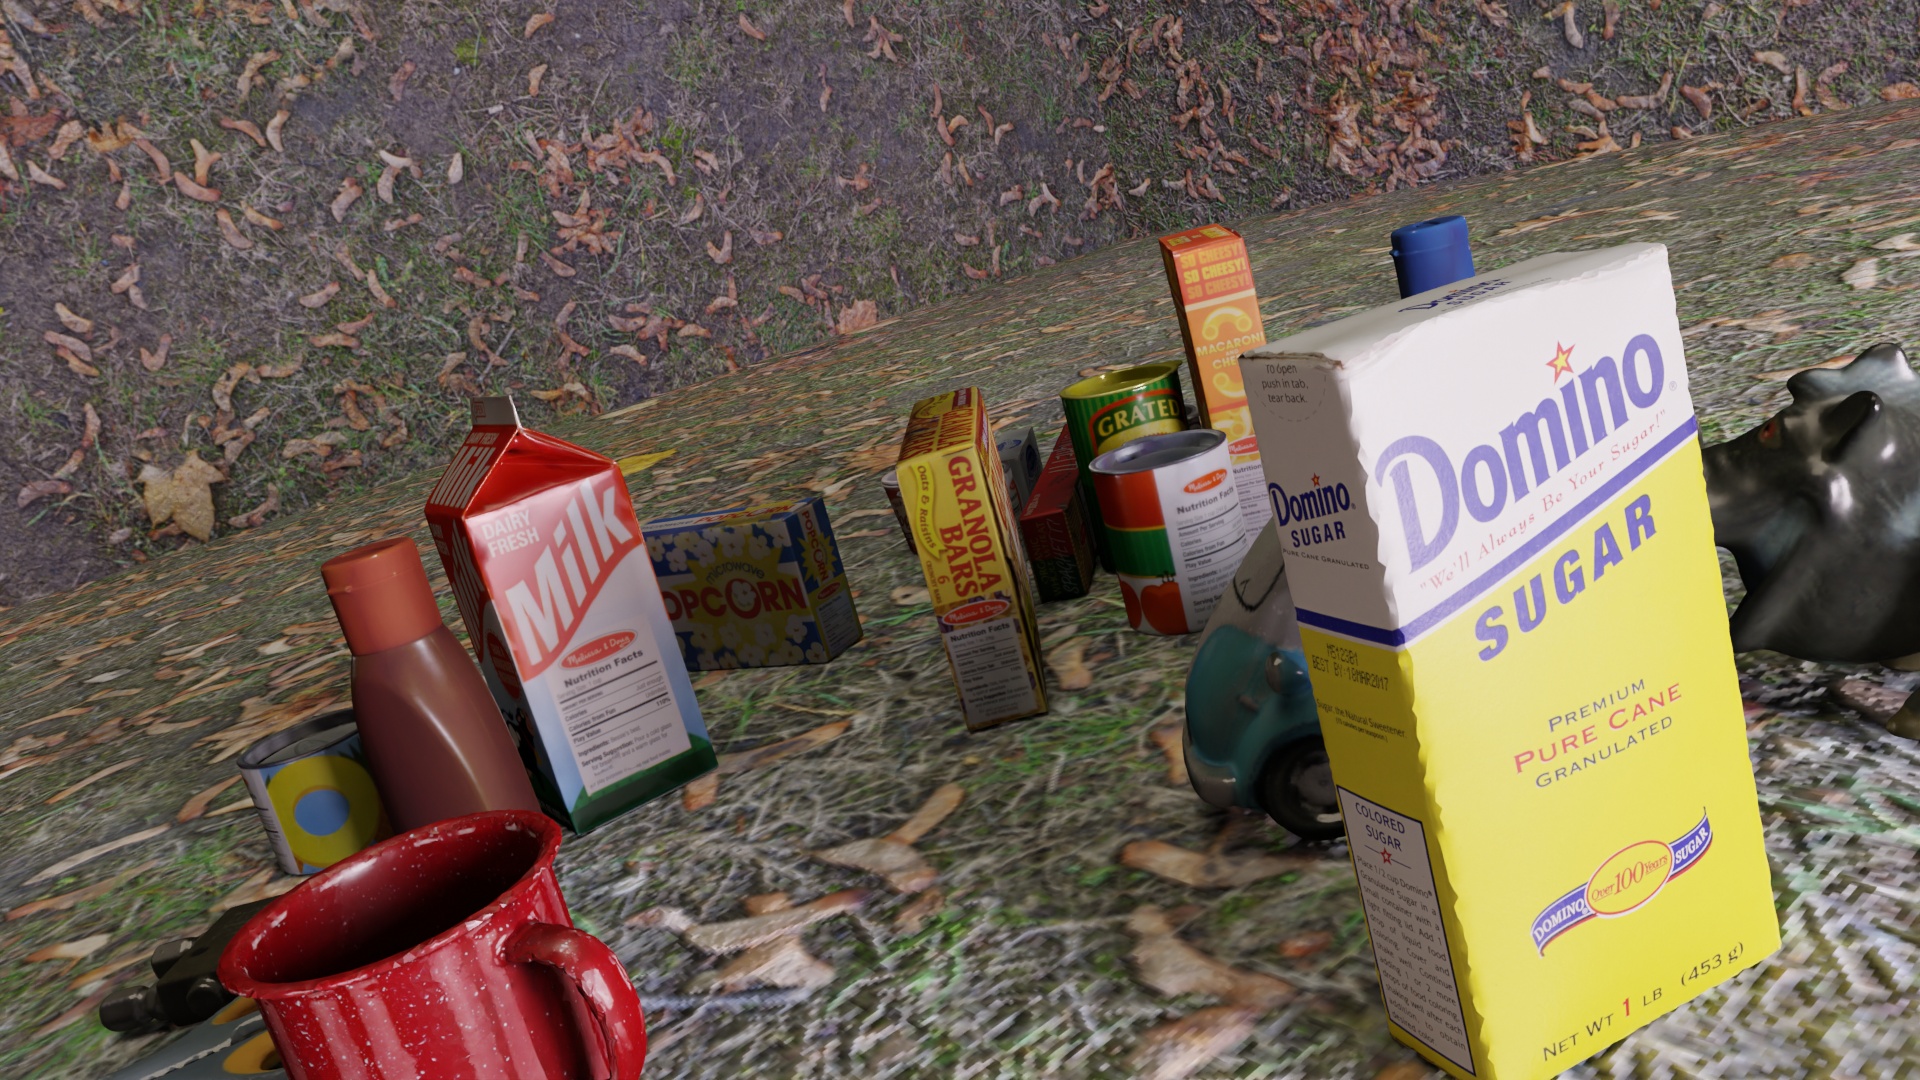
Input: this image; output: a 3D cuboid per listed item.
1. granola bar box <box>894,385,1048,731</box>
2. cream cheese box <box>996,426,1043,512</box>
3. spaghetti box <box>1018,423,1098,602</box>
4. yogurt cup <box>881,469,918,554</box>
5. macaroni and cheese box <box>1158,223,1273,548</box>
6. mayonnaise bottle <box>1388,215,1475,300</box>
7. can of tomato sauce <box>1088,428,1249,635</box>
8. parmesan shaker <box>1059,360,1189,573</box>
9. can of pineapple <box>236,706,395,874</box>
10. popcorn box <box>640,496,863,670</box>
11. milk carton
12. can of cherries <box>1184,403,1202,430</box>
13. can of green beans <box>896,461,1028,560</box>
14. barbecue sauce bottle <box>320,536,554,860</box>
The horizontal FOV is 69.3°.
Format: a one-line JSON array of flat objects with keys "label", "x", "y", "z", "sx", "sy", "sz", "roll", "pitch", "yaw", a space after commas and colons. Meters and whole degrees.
[{"label": "granola bar box", "x": 0.007, "y": 0.001, "z": 0.664, "sx": 0.039, "sy": 0.124, "sz": 0.166, "roll": -14, "pitch": 14, "yaw": 4}, {"label": "cream cheese box", "x": 0.039, "y": -0.040, "z": 0.930, "sx": 0.024, "sy": 0.053, "sz": 0.104, "roll": -13, "pitch": 14, "yaw": 11}, {"label": "spaghetti box", "x": 0.071, "y": -0.027, "z": 0.856, "sx": 0.028, "sy": 0.050, "sz": 0.251, "roll": -12, "pitch": 14, "yaw": 14}, {"label": "yogurt cup", "x": -0.014, "y": -0.025, "z": 0.927, "sx": 0.072, "sy": 0.053, "sz": 0.072, "roll": -14, "pitch": 14, "yaw": 4}, {"label": "macaroni and cheese box", "x": 0.150, "y": -0.087, "z": 0.766, "sx": 0.040, "sy": 0.166, "sz": 0.124, "roll": -13, "pitch": 14, "yaw": 8}, {"label": "mayonnaise bottle", "x": 0.249, "y": -0.087, "z": 0.701, "sx": 0.041, "sy": 0.147, "sz": 0.065, "roll": -14, "pitch": 14, "yaw": 6}, {"label": "can of tomato sauce", "x": 0.103, "y": -0.005, "z": 0.671, "sx": 0.071, "sy": 0.083, "sz": 0.071, "roll": -14, "pitch": 14, "yaw": 4}, {"label": "parmesan shaker", "x": 0.101, "y": -0.041, "z": 0.769, "sx": 0.071, "sy": 0.102, "sz": 0.071, "roll": -14, "pitch": 14, "yaw": 4}, {"label": "can of pineapple", "x": -0.301, "y": 0.118, "z": 0.668, "sx": 0.071, "sy": 0.057, "sz": 0.071, "roll": -14, "pitch": 14, "yaw": 4}, {"label": "popcorn box", "x": -0.126, "y": 0.027, "z": 0.782, "sx": 0.126, "sy": 0.085, "sz": 0.038, "roll": -7, "pitch": 16, "yaw": 31}, {"label": "milk carton", "x": -0.182, "y": 0.026, "z": 0.627, "sx": 0.074, "sy": 0.190, "sz": 0.072, "roll": -23, "pitch": 16, "yaw": -30}, {"label": "can of cherries", "x": 0.124, "y": -0.049, "z": 0.867, "sx": 0.071, "sy": 0.058, "sz": 0.072, "roll": -14, "pitch": 14, "yaw": 4}, {"label": "can of green beans", "x": 0.005, "y": -0.011, "z": 0.847, "sx": 0.071, "sy": 0.057, "sz": 0.071, "roll": -14, "pitch": 14, "yaw": 4}, {"label": "barbecue sauce bottle", "x": -0.217, "y": 0.074, "z": 0.567, "sx": 0.065, "sy": 0.148, "sz": 0.044, "roll": -8, "pitch": 15, "yaw": 27}]
